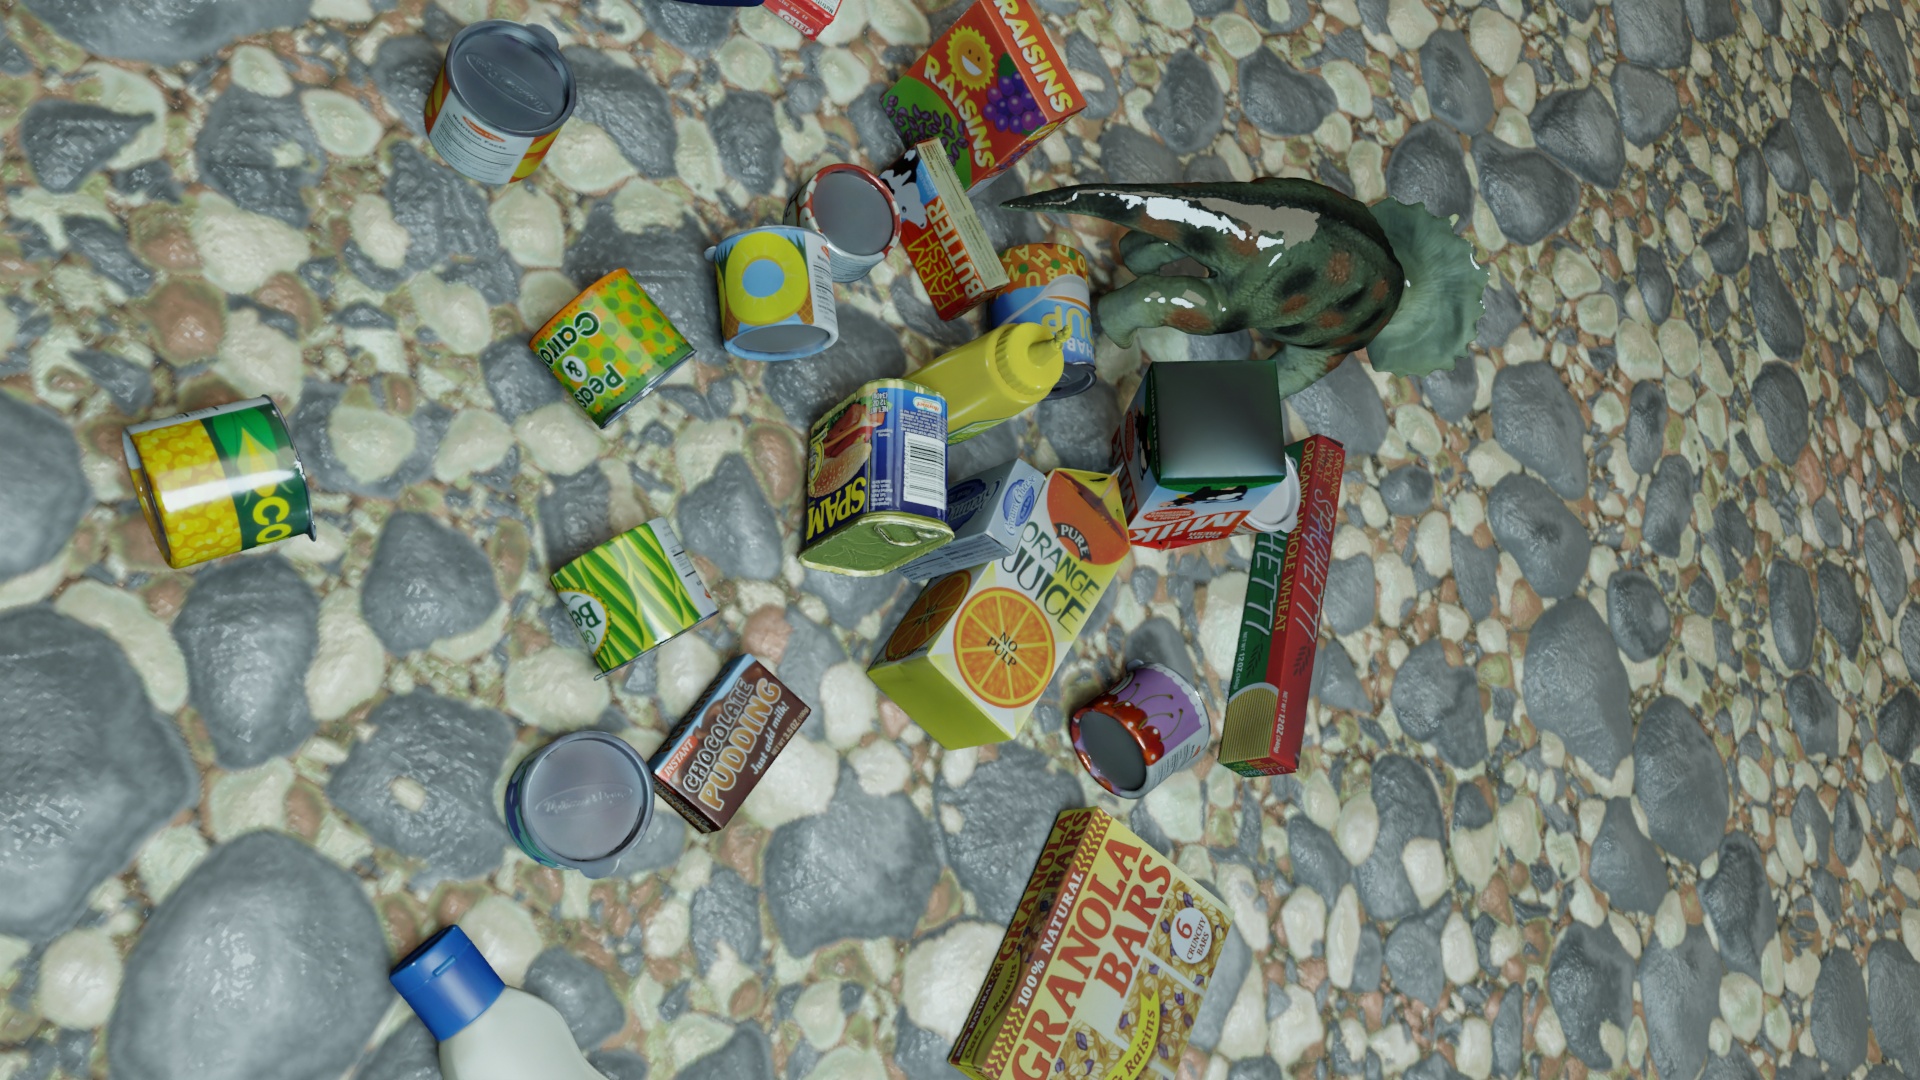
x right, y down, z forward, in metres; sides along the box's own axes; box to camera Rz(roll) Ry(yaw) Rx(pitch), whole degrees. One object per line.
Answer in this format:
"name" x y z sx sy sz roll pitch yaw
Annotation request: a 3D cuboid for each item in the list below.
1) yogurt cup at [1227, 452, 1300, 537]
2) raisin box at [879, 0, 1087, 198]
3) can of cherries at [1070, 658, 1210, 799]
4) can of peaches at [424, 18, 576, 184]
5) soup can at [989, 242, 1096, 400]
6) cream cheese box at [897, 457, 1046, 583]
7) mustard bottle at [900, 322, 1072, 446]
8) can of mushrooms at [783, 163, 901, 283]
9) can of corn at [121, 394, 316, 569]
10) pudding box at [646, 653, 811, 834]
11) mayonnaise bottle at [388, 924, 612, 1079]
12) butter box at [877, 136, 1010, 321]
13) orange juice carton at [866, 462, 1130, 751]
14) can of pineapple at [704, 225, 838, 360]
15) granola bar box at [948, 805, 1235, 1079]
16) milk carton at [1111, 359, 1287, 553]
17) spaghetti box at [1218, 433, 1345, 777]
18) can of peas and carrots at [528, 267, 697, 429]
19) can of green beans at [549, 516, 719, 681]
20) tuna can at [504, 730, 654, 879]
"yogurt cup" 0.192 -0.034 0.960 0.072 0.053 0.072 10 71 -30
"raisin box" 0.012 -0.275 0.872 0.040 0.123 0.086 -33 95 -34
"can of cherries" 0.109 0.116 0.859 0.058 0.071 0.071 -30 94 -34
"can of peaches" -0.243 -0.232 0.736 0.071 0.058 0.071 10 71 -30
"soup can" 0.054 -0.140 0.892 0.071 0.071 0.084 7 73 -31
"cream cheese box" 0.003 -0.010 0.802 0.024 0.103 0.053 36 61 -24
"mustard bottle" 0.015 -0.091 0.799 0.065 0.160 0.049 -18 88 -34
"can of mushrooms" -0.072 -0.197 0.850 0.071 0.033 0.071 9 72 -30
"can of corn" -0.328 -0.024 0.615 0.058 0.071 0.071 -21 88 -34
"pudding box" -0.124 0.106 0.732 0.049 0.030 0.084 45 57 -13
"mayonnaise bottle" -0.201 0.244 0.637 0.065 0.041 0.148 -40 98 -36
"butter box" -0.013 -0.195 0.876 0.024 0.053 0.103 -29 93 -38
"orange juice carton" 0.034 0.026 0.831 0.073 0.071 0.193 44 58 -15
"can of pineapple" -0.107 -0.139 0.793 0.071 0.071 0.058 -1 77 -33
"granola bar box" 0.081 0.260 0.814 0.124 0.039 0.166 40 59 -18
"milk carton" 0.139 -0.046 0.861 0.073 0.190 0.072 -2 77 -3
"spaghetti box" 0.225 0.040 0.963 0.028 0.050 0.251 27 63 -25
"can of peas and carrots" -0.184 -0.100 0.729 0.058 0.070 0.071 50 56 -10
"can of green beans" -0.166 0.028 0.705 0.071 0.071 0.058 -31 94 -35
"tuna can" -0.187 0.131 0.682 0.071 0.032 0.071 10 71 -30
